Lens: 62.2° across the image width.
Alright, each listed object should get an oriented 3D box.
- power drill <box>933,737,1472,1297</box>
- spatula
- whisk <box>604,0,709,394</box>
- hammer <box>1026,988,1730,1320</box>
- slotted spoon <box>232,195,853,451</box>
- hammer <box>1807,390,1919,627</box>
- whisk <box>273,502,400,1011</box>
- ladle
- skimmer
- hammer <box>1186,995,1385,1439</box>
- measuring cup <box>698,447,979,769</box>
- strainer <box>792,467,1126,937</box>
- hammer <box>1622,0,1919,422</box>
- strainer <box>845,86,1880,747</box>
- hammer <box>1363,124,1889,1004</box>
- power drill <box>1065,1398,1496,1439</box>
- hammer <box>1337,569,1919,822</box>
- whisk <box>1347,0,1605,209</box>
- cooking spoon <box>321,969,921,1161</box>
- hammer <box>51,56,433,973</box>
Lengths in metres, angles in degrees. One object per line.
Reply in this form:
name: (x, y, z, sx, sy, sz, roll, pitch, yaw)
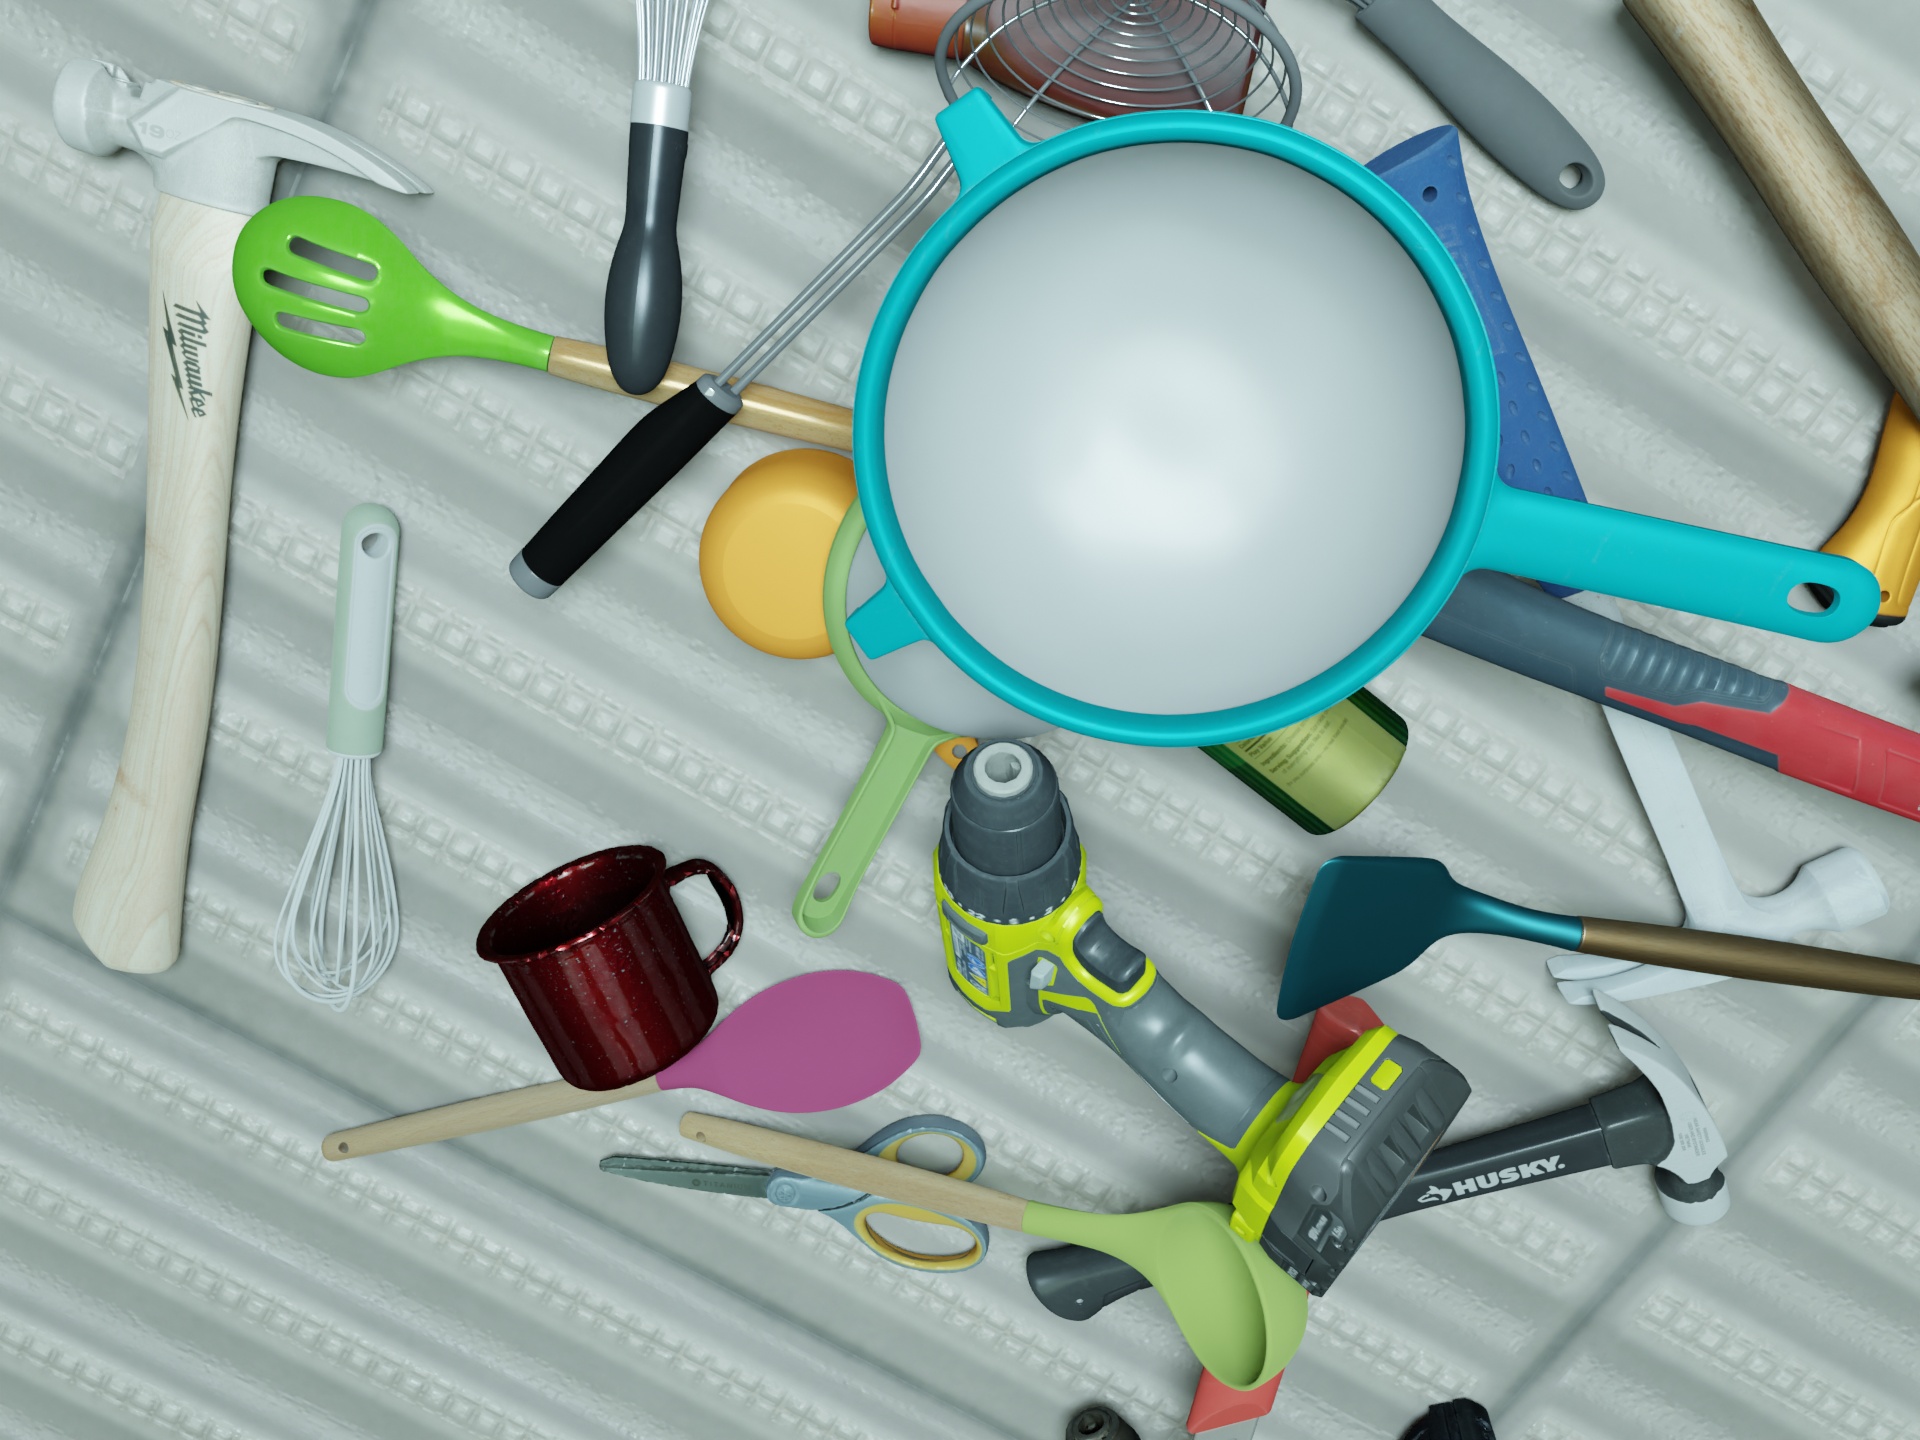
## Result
power drill: (0.080, 0.112, 0.638, 0.229, 0.190, 0.080, 37, 67, 23)
spatula: (0.292, 0.103, 0.684, 0.317, 0.044, 0.082, 8, 116, -4)
whisk: (-0.111, -0.267, 0.604, 0.070, 0.070, 0.284, 8, 103, 1)
hammer: (0.190, 0.228, 0.768, 0.335, 0.035, 0.146, -20, 123, 13)
slotted spoon: (-0.143, -0.147, 0.660, 0.313, 0.031, 0.070, 13, 109, -10)
hammer: (0.416, -0.198, 0.621, 0.127, 0.034, 0.336, 11, 109, 1)
whisk: (-0.282, 0.021, 0.737, 0.057, 0.059, 0.246, -1, 109, -37)
ladle: (0.001, 0.229, 0.733, 0.320, 0.062, 0.078, 8, 109, 23)
skimmer: (-0.041, -0.146, 0.602, 0.363, 0.127, 0.090, -40, 57, 19)
hammer: (0.126, 0.293, 0.747, 0.149, 0.037, 0.359, 16, 106, 14)
measuring cup: (-0.045, -0.037, 0.696, 0.095, 0.052, 0.173, -34, 101, 14)
strainer: (-0.001, -0.002, 0.666, 0.151, 0.069, 0.256, 20, 108, -30)
hammer: (0.362, -0.154, 0.607, 0.130, 0.031, 0.331, -37, 101, 16)
strainer: (0.136, -0.089, 0.558, 0.340, 0.095, 0.211, 13, 113, 3)
hammer: (0.254, -0.045, 0.658, 0.144, 0.035, 0.405, -27, 112, 13)
power drill: (0.173, 0.424, 0.828, 0.226, 0.080, 0.187, -17, 106, 12)
hammer: (0.319, 0.013, 0.638, 0.386, 0.038, 0.143, 19, 130, -5)
whisk: (0.162, -0.279, 0.607, 0.239, 0.055, 0.055, 37, 107, -13)
cooking spoon: (-0.174, 0.183, 0.798, 0.319, 0.017, 0.069, -14, 95, 8)
hammer: (-0.341, -0.066, 0.716, 0.146, 0.038, 0.410, 15, 109, -3)
